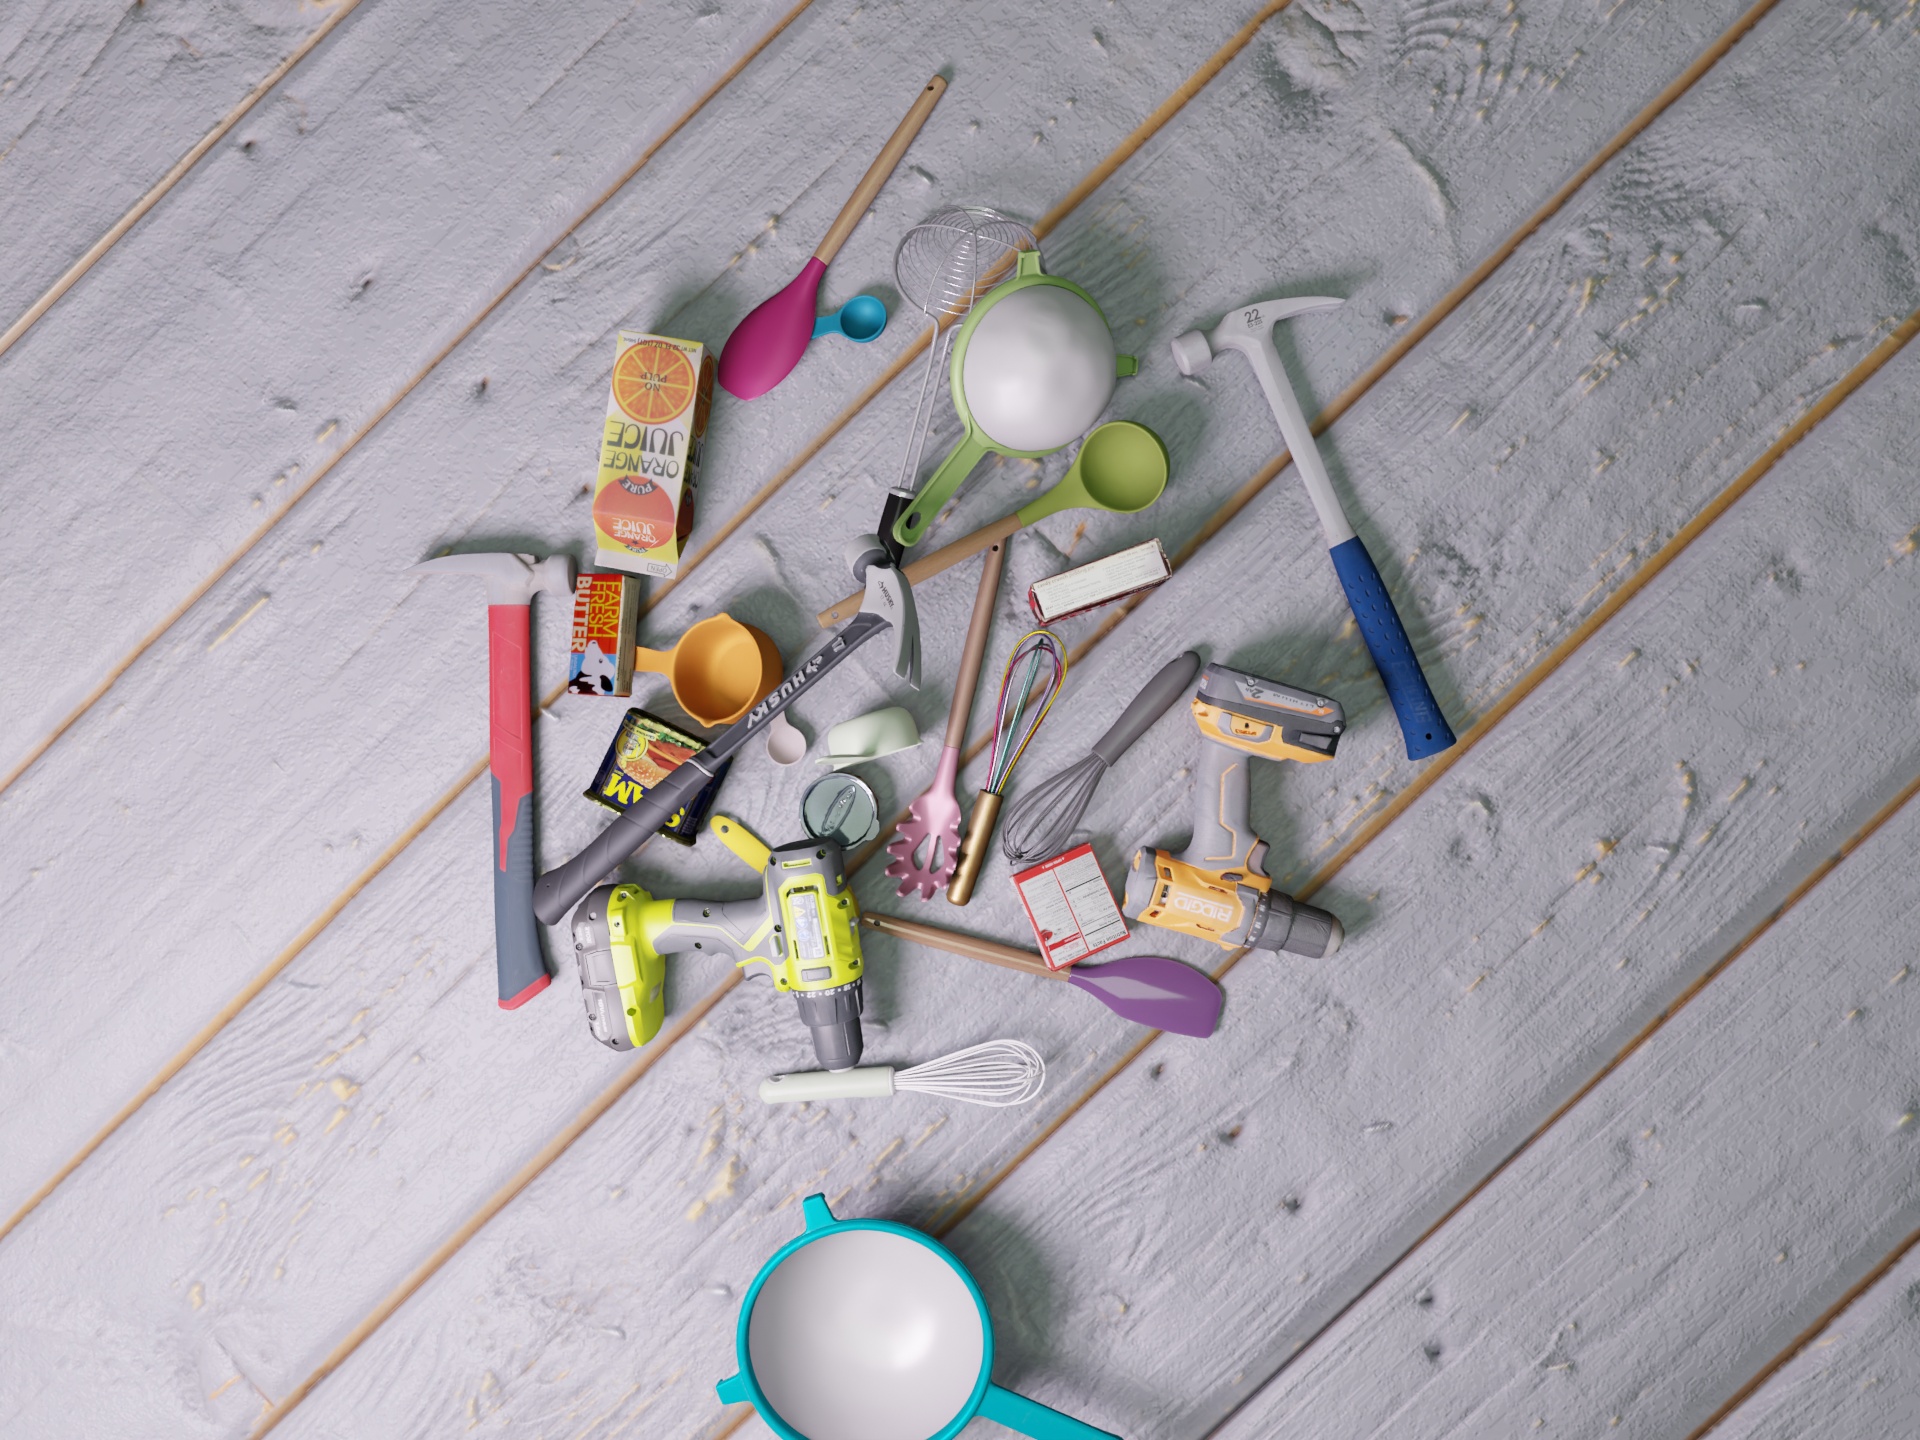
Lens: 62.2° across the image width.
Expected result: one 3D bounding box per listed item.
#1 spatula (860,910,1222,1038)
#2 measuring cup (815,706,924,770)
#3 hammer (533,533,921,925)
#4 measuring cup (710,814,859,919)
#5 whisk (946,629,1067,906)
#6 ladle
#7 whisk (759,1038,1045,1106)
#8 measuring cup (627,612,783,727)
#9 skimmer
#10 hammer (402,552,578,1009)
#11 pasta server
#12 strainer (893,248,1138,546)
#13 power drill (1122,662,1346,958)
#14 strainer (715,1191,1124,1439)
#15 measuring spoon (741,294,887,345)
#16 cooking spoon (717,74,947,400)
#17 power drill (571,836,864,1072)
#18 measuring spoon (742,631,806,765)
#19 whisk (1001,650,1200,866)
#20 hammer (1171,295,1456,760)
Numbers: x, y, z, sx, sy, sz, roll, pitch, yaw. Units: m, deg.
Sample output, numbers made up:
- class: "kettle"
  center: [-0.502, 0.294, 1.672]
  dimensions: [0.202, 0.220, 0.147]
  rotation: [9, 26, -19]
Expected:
- class: "spatula"
  center: [0.069, 0.207, 1.358]
  dimensions: [0.316, 0.018, 0.060]
  rotation: [14, 87, -1]
- class: "measuring cup"
  center: [-0.086, 0.014, 1.282]
  dimensions: [0.083, 0.167, 0.038]
  rotation: [-17, 86, 16]
- class: "hammer"
  center: [-0.189, 0.030, 1.251]
  dimensions: [0.409, 0.149, 0.036]
  rotation: [-40, 135, 14]
- class: "measuring cup"
  center: [-0.153, 0.134, 1.352]
  dimensions: [0.156, 0.029, 0.062]
  rotation: [40, 92, -3]
- class: "whisk"
  center: [0.037, 0.042, 1.342]
  dimensions: [0.047, 0.051, 0.245]
  rotation: [18, 95, -5]
- class: "ladle"
  center: [0.026, -0.154, 1.312]
  dimensions: [0.320, 0.062, 0.078]
  rotation: [-28, 97, -4]
- class: "whisk"
  center: [-0.050, 0.306, 1.350]
  dimensions: [0.246, 0.058, 0.059]
  rotation: [-6, 100, 6]
- class: "measuring cup"
  center: [-0.229, -0.046, 1.346]
  dimensions: [0.174, 0.052, 0.095]
  rotation: [8, 90, 26]
- class: "skimmer"
  center: [-0.027, -0.252, 1.340]
  dimensions: [0.127, 0.090, 0.363]
  rotation: [17, 102, 5]
- class: "hammer"
  center: [-0.396, 0.052, 1.352]
  dimensions: [0.143, 0.038, 0.386]
  rotation: [0, 92, 2]
- class: "pasta server"
  center: [-0.002, -0.004, 1.343]
  dimensions: [0.060, 0.040, 0.316]
  rotation: [13, 91, 11]
- class: "strainer"
  center: [0.039, -0.239, 1.283]
  dimensions: [0.151, 0.069, 0.256]
  rotation: [39, 89, -34]
- class: "power drill"
  center: [0.252, 0.083, 1.322]
  dimensions: [0.185, 0.084, 0.226]
  rotation: [17, 96, 0]
- class: "strainer"
  center: [-0.018, 0.530, 1.333]
  dimensions: [0.340, 0.095, 0.211]
  rotation: [25, 95, -2]
- class: "measuring spoon"
  center: [-0.122, -0.328, 1.348]
  dimensions: [0.128, 0.021, 0.042]
  rotation: [-9, 75, 10]
- class: "cooking spoon"
  center: [-0.104, -0.408, 1.337]
  dimensions: [0.069, 0.017, 0.319]
  rotation: [34, 90, 19]
- class: "power drill"
  center: [-0.191, 0.206, 1.318]
  dimensions: [0.228, 0.080, 0.190]
  rotation: [-8, 95, 9]
- class: "measuring spoon"
  center: [-0.162, -0.020, 1.360]
  dimensions: [0.034, 0.018, 0.124]
  rotation: [-19, 85, 2]
- class: "whisk"
  center: [0.120, 0.031, 1.340]
  dimensions: [0.055, 0.055, 0.239]
  rotation: [43, 87, -1]
- class: "hammer"
  center: [0.322, -0.162, 1.333]
  dimensions: [0.144, 0.035, 0.405]
  rotation: [-24, 91, 2]
